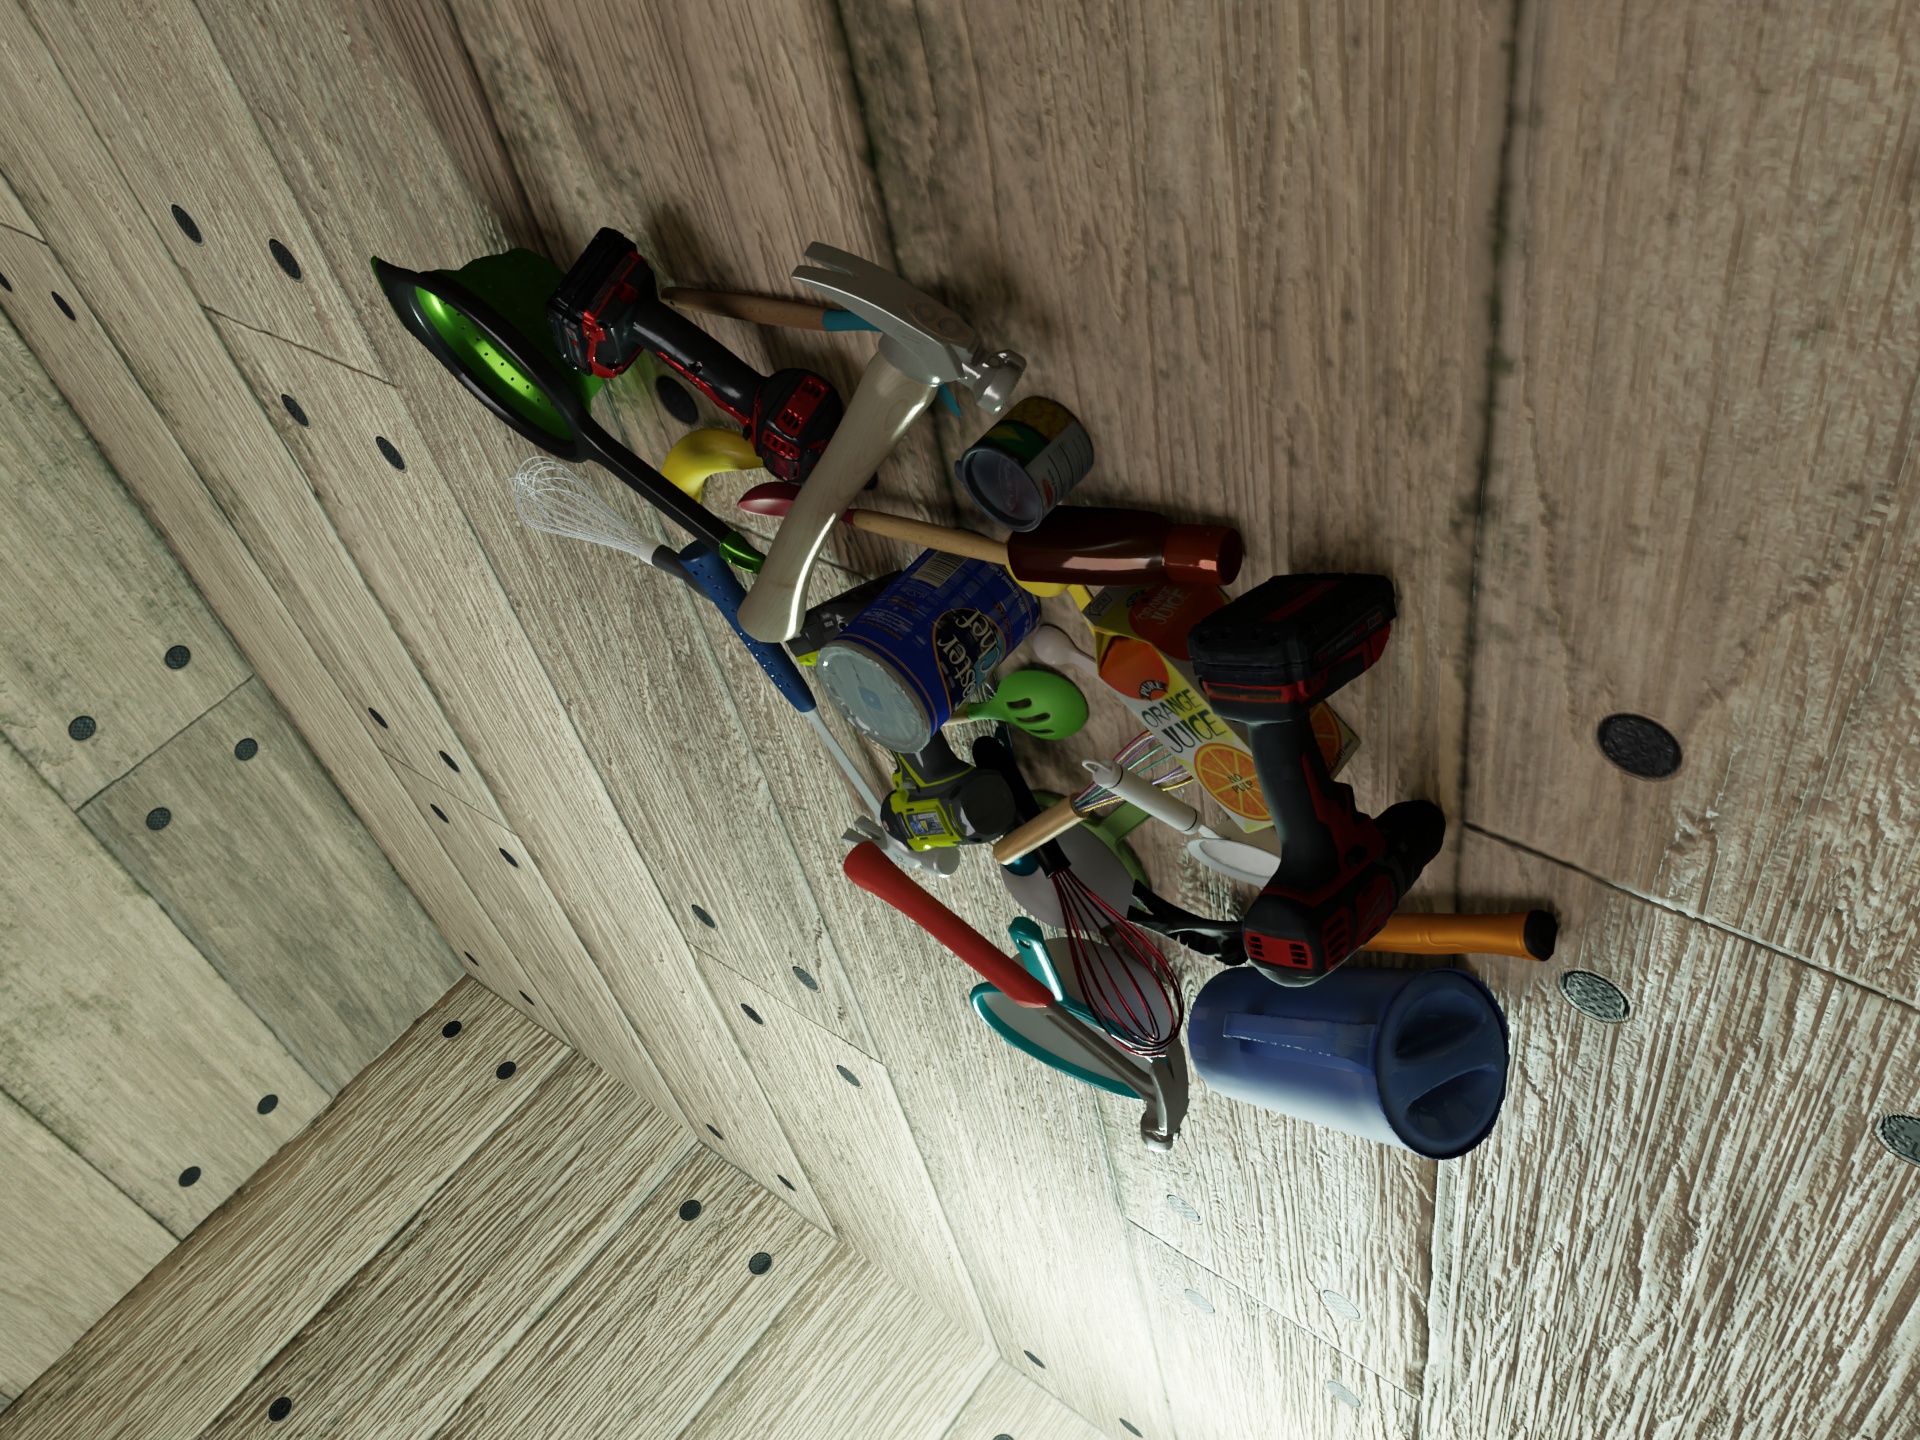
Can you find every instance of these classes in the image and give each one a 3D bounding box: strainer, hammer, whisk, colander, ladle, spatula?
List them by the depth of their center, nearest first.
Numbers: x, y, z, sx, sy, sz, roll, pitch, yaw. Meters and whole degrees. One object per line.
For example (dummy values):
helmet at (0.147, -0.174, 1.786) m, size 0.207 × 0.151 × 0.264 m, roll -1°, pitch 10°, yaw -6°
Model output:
hammer at (-0.099, -0.162, 1.097) m, size 0.146 × 0.038 × 0.410 m, roll 30°, pitch 149°, yaw -8°
spatula at (-0.115, -0.274, 1.102) m, size 0.318 × 0.044 × 0.082 m, roll 20°, pitch 155°, yaw 40°
strainer at (0.168, 0.072, 1.130) m, size 0.087 × 0.050 × 0.258 m, roll 1°, pitch 160°, yaw 44°
hammer at (0.272, 0.150, 1.153) m, size 0.127 × 0.034 × 0.337 m, roll 27°, pitch 159°, yaw -32°
ladle at (-0.059, -0.146, 1.187) m, size 0.316 × 0.069 × 0.031 m, roll 19°, pitch 99°, yaw 44°
whisk at (0.103, 0.058, 1.191) m, size 0.245 × 0.051 × 0.047 m, roll -36°, pitch 84°, yaw 43°
hammer at (0.036, 0.200, 1.276) m, size 0.359 × 0.037 × 0.149 m, roll 35°, pitch 153°, yaw 31°
whisk at (0.090, 0.137, 1.277) m, size 0.296 × 0.073 × 0.073 m, roll 59°, pitch 155°, yaw 13°
colander at (-0.288, -0.263, 1.279) m, size 0.397 × 0.094 × 0.204 m, roll 37°, pitch 165°, yaw 8°
strainer at (0.100, 0.119, 1.334) m, size 0.151 × 0.069 × 0.256 m, roll 43°, pitch 154°, yaw 2°
strainer at (0.106, 0.227, 1.415) m, size 0.211 × 0.095 × 0.340 m, roll 16°, pitch 153°, yaw 26°
hammer at (-0.143, -0.005, 1.497) m, size 0.144 × 0.035 × 0.405 m, roll 10°, pitch 141°, yaw 47°
whisk at (-0.317, -0.173, 1.502) m, size 0.285 × 0.070 × 0.070 m, roll 28°, pitch 149°, yaw 19°

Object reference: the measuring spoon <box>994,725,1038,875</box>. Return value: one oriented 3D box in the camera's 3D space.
measuring spoon at (0.038, 0.069, 1.334) m, size 0.042 × 0.021 × 0.128 m, roll -8°, pitch 92°, yaw 51°

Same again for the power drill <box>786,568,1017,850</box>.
power drill at (-0.055, 0.001, 1.306) m, size 0.171 × 0.080 × 0.223 m, roll -12°, pitch 105°, yaw 59°

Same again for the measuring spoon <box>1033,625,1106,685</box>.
measuring spoon at (0.103, -0.030, 1.179) m, size 0.124 × 0.018 × 0.034 m, roll 34°, pitch 151°, yaw 17°

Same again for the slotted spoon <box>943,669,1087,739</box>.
slotted spoon at (-0.002, -0.004, 1.347) m, size 0.070 × 0.031 × 0.314 m, roll 51°, pitch 153°, yaw -20°

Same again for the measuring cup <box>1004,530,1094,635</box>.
measuring cup at (0.082, -0.074, 1.130) m, size 0.062 × 0.029 × 0.156 m, roll -7°, pitch 121°, yaw 56°

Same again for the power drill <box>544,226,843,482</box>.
power drill at (-0.186, -0.252, 1.165) m, size 0.219 × 0.078 × 0.143 m, roll 33°, pitch 170°, yaw -2°

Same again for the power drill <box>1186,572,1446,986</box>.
power drill at (0.228, 0.026, 0.964) m, size 0.080 × 0.188 × 0.226 m, roll 5°, pitch 116°, yaw 45°
